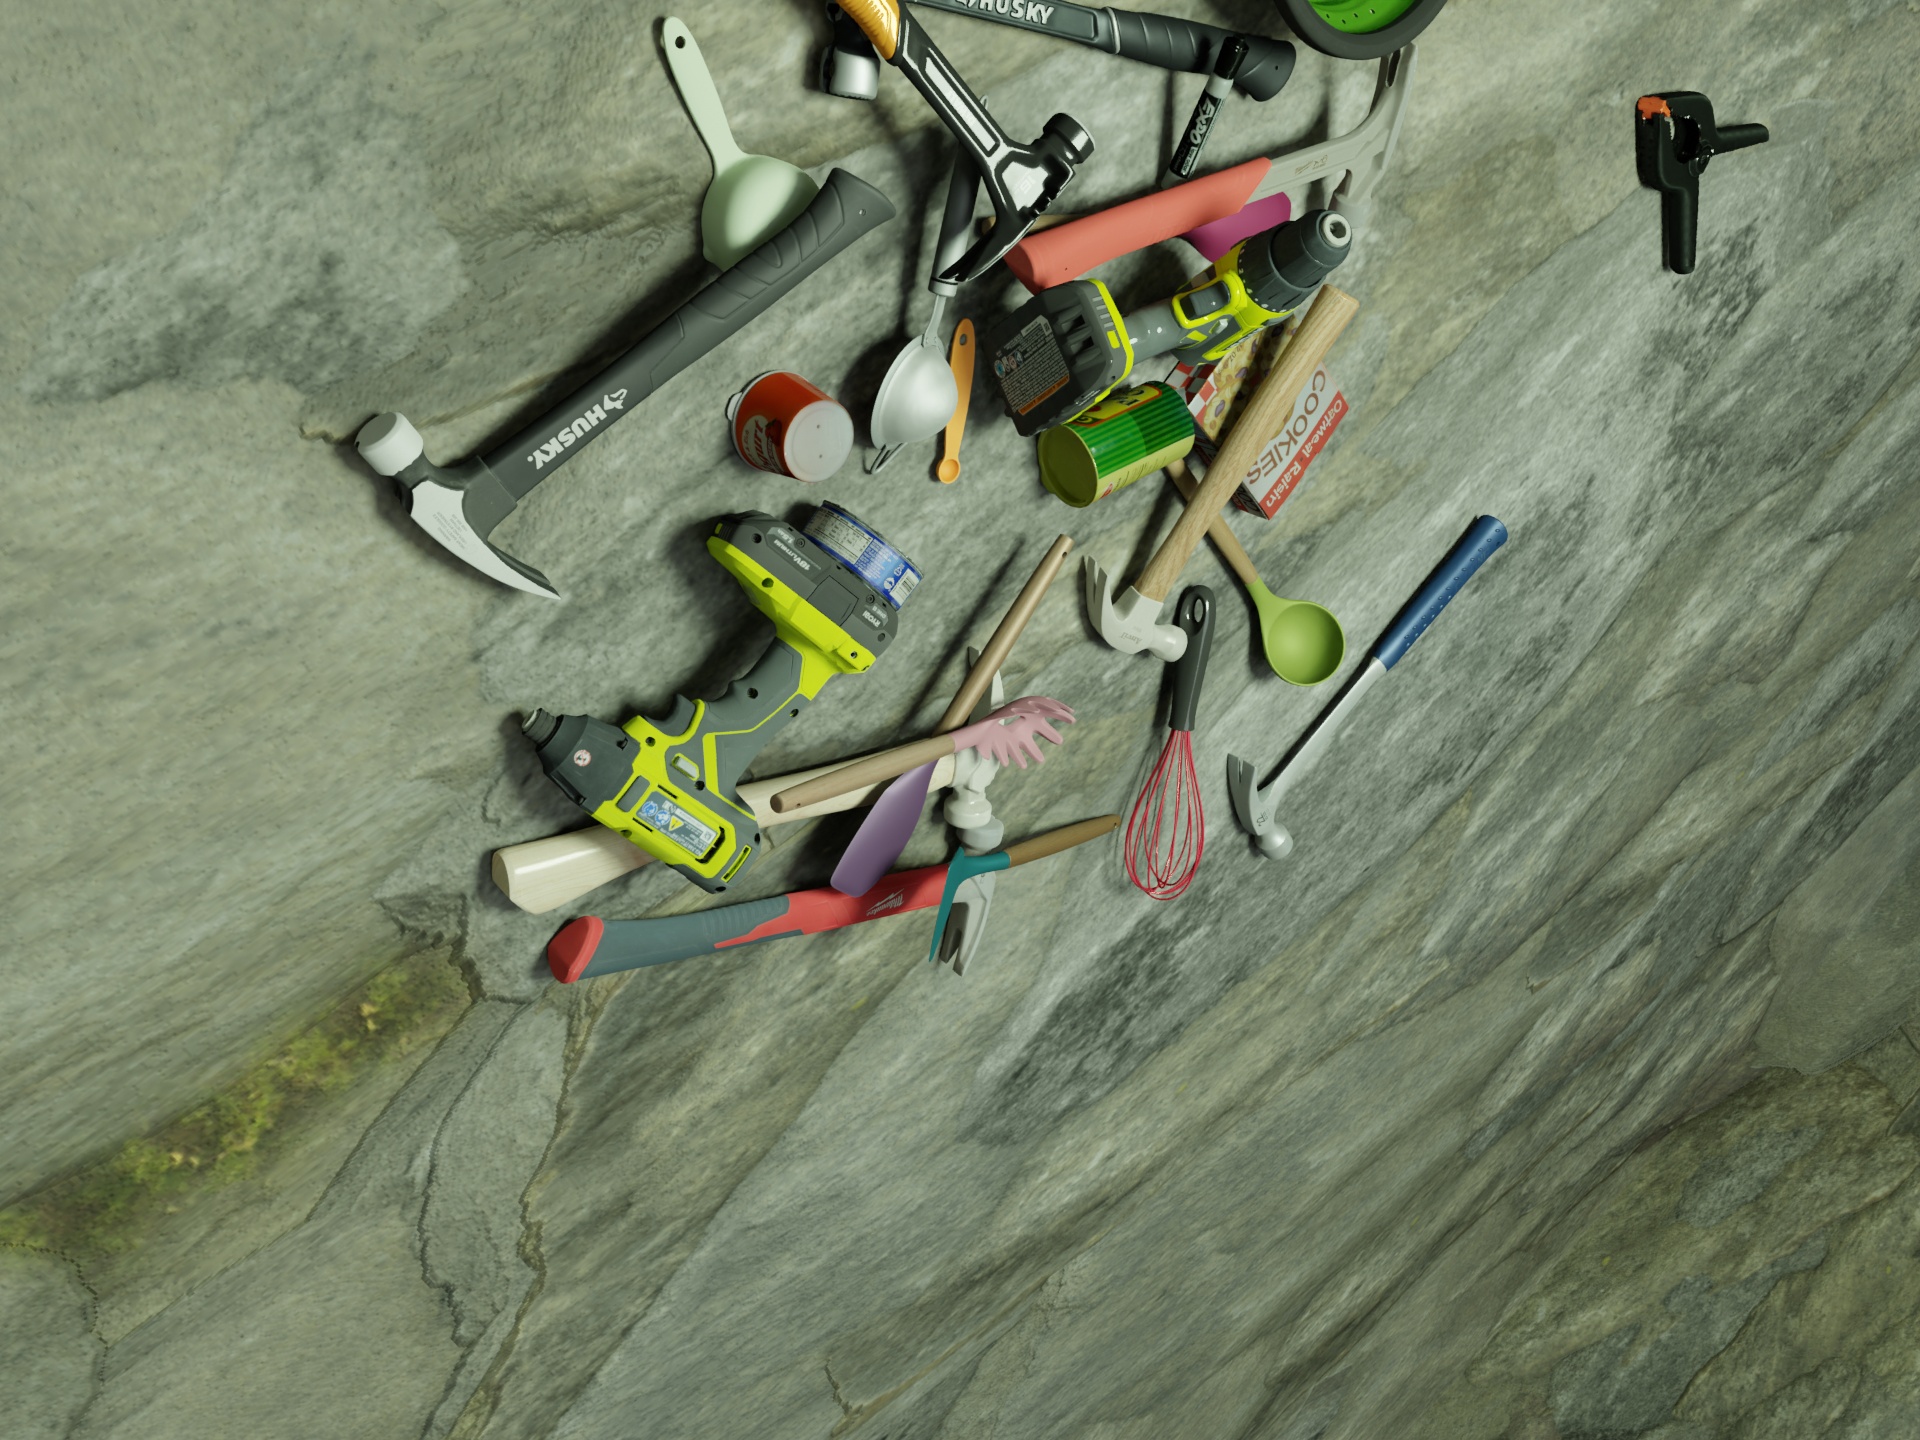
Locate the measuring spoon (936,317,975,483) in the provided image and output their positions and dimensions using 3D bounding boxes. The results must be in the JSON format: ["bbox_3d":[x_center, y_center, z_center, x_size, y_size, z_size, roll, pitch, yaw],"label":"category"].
[{"bbox_3d":[-0.005,-0.227,1.129,0.021,0.011,0.117,-9,115,-39],"label":"measuring spoon"}]

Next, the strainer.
[{"bbox_3d":[-0.012,-0.278,1.051,0.087,0.050,0.258,-29,138,-58],"label":"strainer"}]

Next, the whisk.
[{"bbox_3d":[0.192,0.024,1.410,0.073,0.073,0.295,-9,113,-39],"label":"whisk"}]

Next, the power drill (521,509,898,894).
[{"bbox_3d":[-0.160,-0.020,1.035,0.171,0.080,0.223,38,85,-25],"label":"power drill"}]

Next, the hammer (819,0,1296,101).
[{"bbox_3d":[0.085,-0.468,1.057,0.408,0.036,0.149,-9,117,-39],"label":"hammer"}]

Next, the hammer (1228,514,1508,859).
[{"bbox_3d":[0.408,-0.050,1.576,0.405,0.035,0.143,-49,136,-10],"label":"hammer"}]

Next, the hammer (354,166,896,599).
[{"bbox_3d":[-0.174,-0.209,0.933,0.335,0.035,0.146,-39,135,-7],"label":"hammer"}]

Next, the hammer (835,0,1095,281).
[{"bbox_3d":[-0.059,-0.410,0.913,0.127,0.034,0.336,-50,124,-4],"label":"hammer"}]

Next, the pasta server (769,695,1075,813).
[{"bbox_3d":[-0.020,0.027,1.133,0.316,0.040,0.060,-18,144,-52],"label":"pasta server"}]

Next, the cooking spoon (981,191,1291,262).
[{"bbox_3d":[0.140,-0.365,1.174,0.319,0.017,0.068,-14,122,-37],"label":"cooking spoon"}]

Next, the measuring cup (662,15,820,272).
[{"bbox_3d":[-0.129,-0.331,0.935,0.083,0.038,0.167,-41,136,-17],"label":"measuring cup"}]

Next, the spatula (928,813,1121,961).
[{"bbox_3d":[0.057,0.115,1.299,0.317,0.044,0.082,-13,120,-54],"label":"spatula"}]

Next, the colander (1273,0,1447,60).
[{"bbox_3d":[0.195,-0.544,1.074,0.397,0.095,0.204,-24,125,-25],"label":"colander"}]

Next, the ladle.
[{"bbox_3d":[0.249,-0.135,1.374,0.078,0.062,0.319,-52,134,-7],"label":"ladle"}]

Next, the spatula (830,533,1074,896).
[{"bbox_3d":[-0.002,-0.004,1.196,0.316,0.018,0.059,-58,142,-1],"label":"spatula"}]

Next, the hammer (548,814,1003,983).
[{"bbox_3d":[-0.130,0.161,1.210,0.386,0.038,0.143,-7,118,-40],"label":"hammer"}]

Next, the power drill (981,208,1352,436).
[{"bbox_3d":[0.148,-0.285,1.114,0.228,0.190,0.080,-25,92,-24],"label":"power drill"}]

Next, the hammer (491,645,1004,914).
[{"bbox_3d":[-0.136,0.051,1.145,0.410,0.038,0.146,-14,120,-36],"label":"hammer"}]

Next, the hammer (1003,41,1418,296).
[{"bbox_3d":[0.184,-0.385,1.145,0.359,0.037,0.149,-26,145,-26],"label":"hammer"}]

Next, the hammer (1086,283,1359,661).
[{"bbox_3d":[0.209,-0.196,1.269,0.130,0.031,0.331,14,116,-40],"label":"hammer"}]
